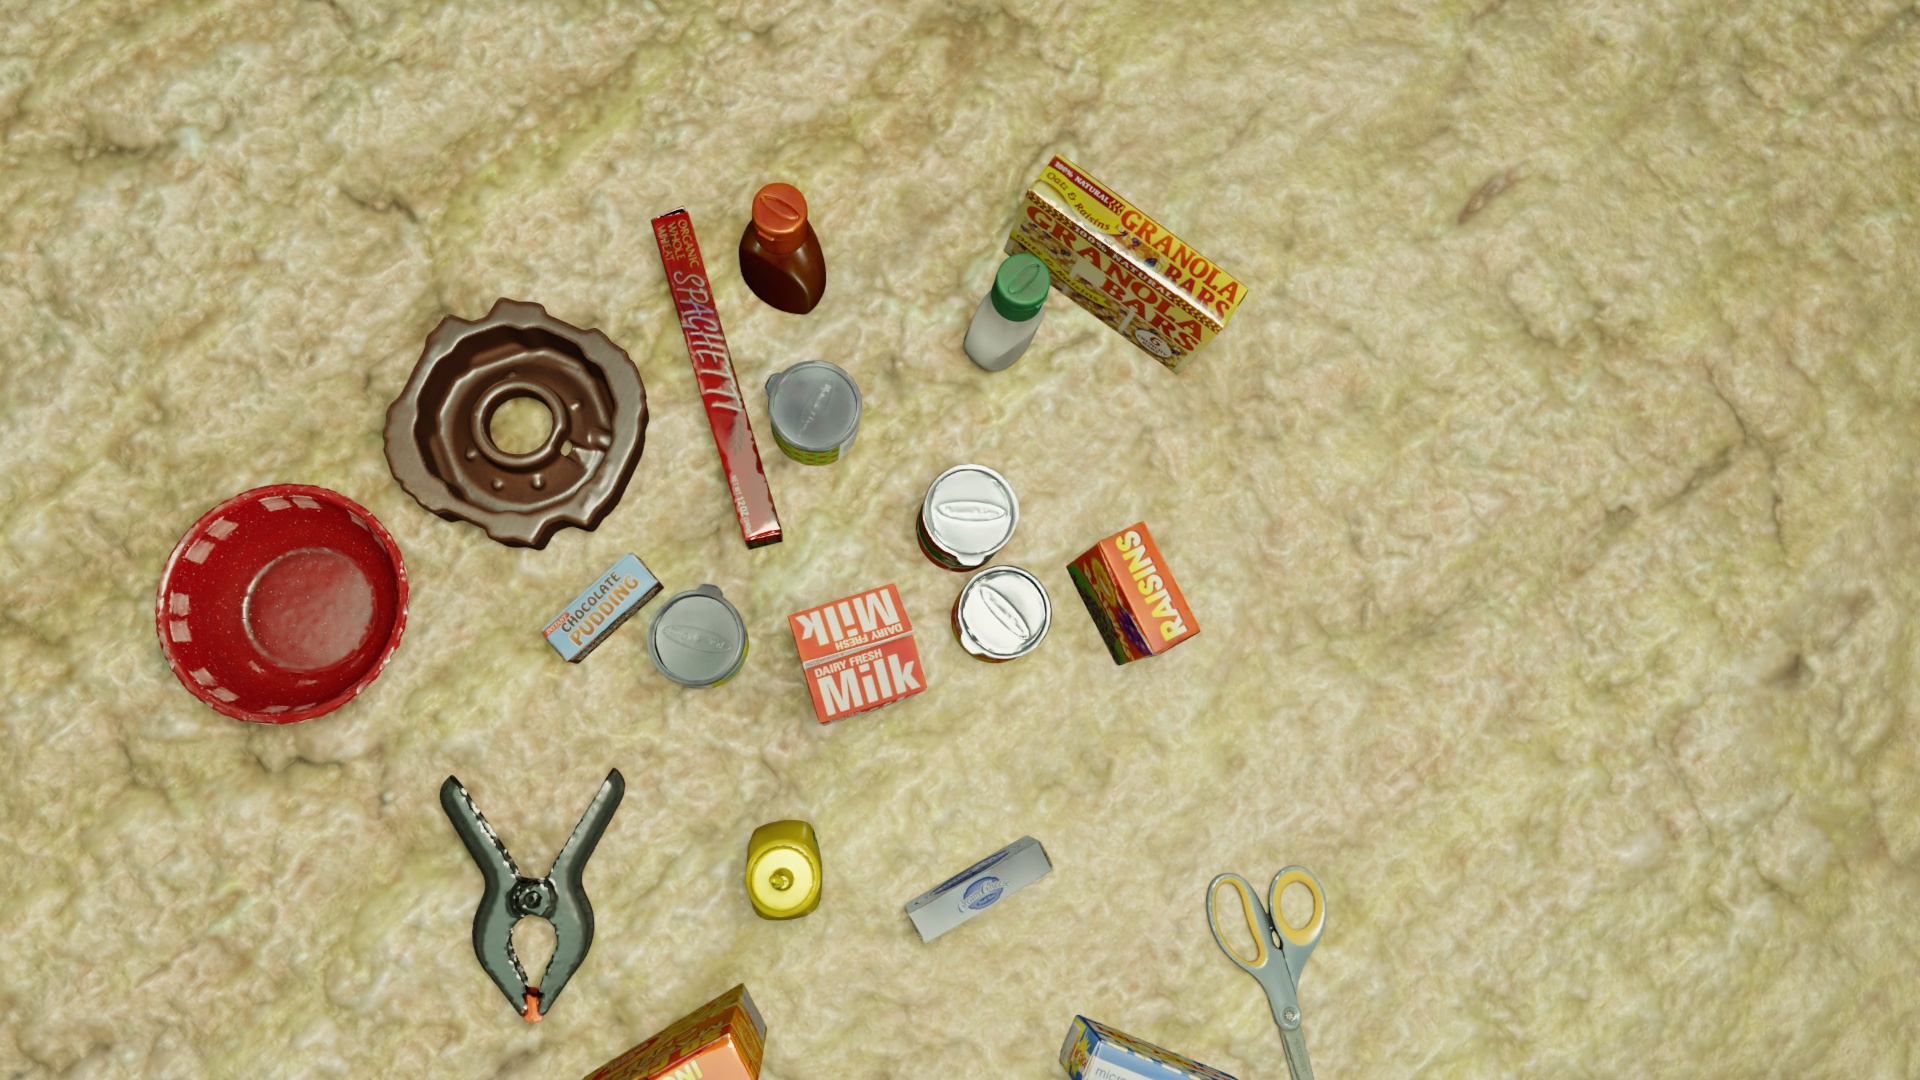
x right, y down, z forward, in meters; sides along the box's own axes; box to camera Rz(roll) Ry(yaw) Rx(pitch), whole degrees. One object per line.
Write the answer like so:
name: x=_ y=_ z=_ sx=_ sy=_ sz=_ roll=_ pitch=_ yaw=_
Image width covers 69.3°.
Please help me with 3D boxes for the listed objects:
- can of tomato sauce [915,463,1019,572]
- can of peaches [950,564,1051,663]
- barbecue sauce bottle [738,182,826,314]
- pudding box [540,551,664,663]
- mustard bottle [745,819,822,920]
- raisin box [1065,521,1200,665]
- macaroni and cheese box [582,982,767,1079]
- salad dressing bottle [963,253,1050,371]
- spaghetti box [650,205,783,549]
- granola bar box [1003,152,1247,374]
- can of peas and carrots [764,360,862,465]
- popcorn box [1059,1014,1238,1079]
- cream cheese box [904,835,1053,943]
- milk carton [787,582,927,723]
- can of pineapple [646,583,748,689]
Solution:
can of tomato sauce: x=0.004 y=-0.012 z=0.991 sx=0.071 sy=0.083 sz=0.071 roll=1 pitch=81 yaw=-6
can of peaches: x=0.026 y=0.055 z=0.995 sx=0.071 sy=0.058 sz=0.071 roll=1 pitch=81 yaw=-6
barbecue sauce bottle: x=-0.125 y=-0.205 z=0.974 sx=0.065 sy=0.148 sz=0.044 roll=30 pitch=80 yaw=-1
pudding box: x=-0.249 y=0.047 z=0.971 sx=0.084 sy=0.049 sz=0.030 roll=-43 pitch=88 yaw=-10
mustard bottle: x=-0.114 y=0.217 z=0.902 sx=0.049 sy=0.160 sz=0.065 roll=-6 pitch=82 yaw=-7
raisin box: x=0.118 y=0.039 z=0.975 sx=0.040 sy=0.123 sz=0.086 roll=-25 pitch=85 yaw=-9
macaroni and cheese box: x=-0.187 y=0.340 z=0.872 sx=0.124 sy=0.166 sz=0.040 roll=-29 pitch=86 yaw=-9
salad dressing bottle: x=0.035 y=-0.162 z=0.985 sx=0.064 sy=0.147 sz=0.044 roll=-44 pitch=88 yaw=-10
spaghetti box: x=-0.176 y=-0.116 z=1.005 sx=0.029 sy=0.050 sz=0.250 roll=-16 pitch=83 yaw=-8
granola bar box: x=0.117 y=-0.198 z=1.012 sx=0.165 sy=0.124 sz=0.039 roll=36 pitch=80 yaw=0
can of peas and carrots: x=-0.107 y=-0.092 z=1.004 sx=0.071 sy=0.058 sz=0.071 roll=1 pitch=81 yaw=-6
popcorn box: x=0.136 y=0.369 z=0.943 sx=0.127 sy=0.085 sz=0.038 roll=23 pitch=80 yaw=-2
cream cheese box: x=0.012 y=0.242 z=0.966 sx=0.104 sy=0.053 sz=0.024 roll=-27 pitch=85 yaw=-10
milk carton: x=-0.069 y=0.077 z=0.914 sx=0.072 sy=0.190 sz=0.073 roll=-17 pitch=84 yaw=-8
can of pineapple: x=-0.181 y=0.069 z=0.971 sx=0.071 sy=0.057 sz=0.071 roll=1 pitch=81 yaw=-6
